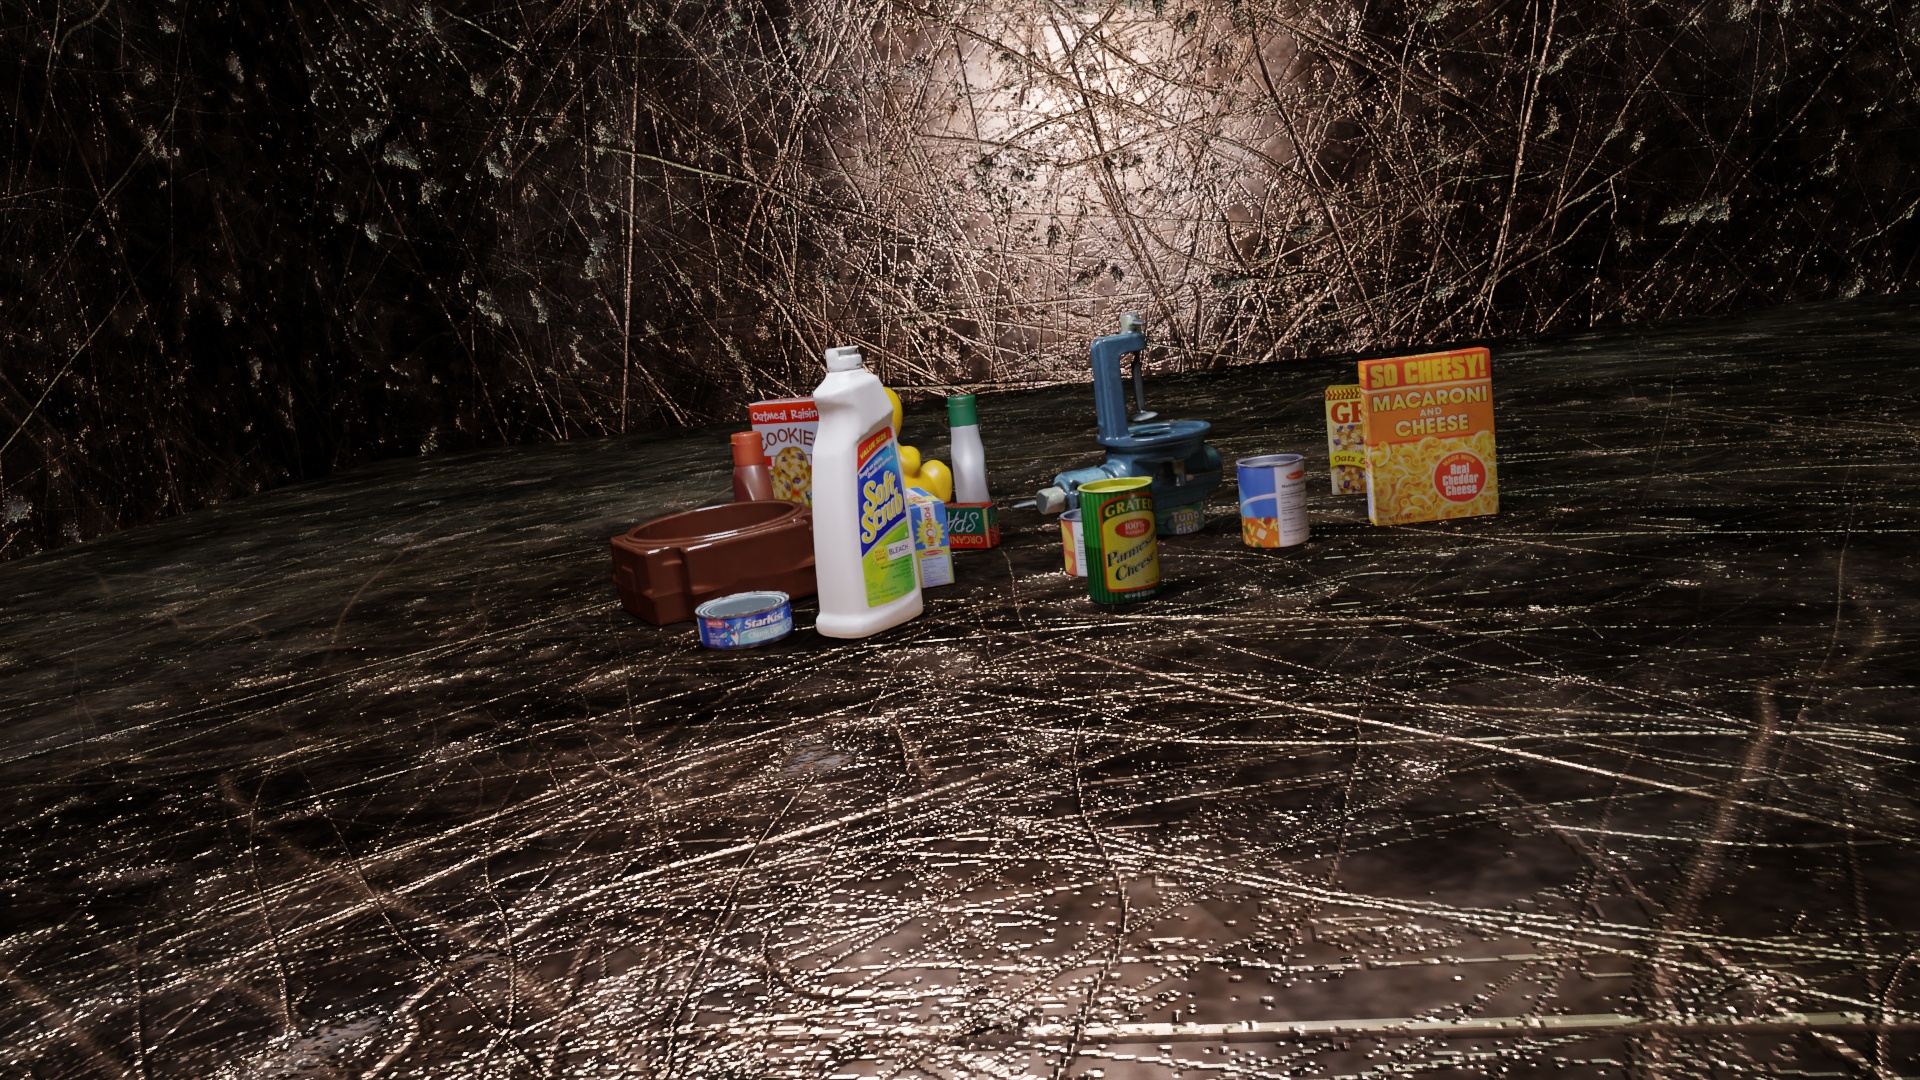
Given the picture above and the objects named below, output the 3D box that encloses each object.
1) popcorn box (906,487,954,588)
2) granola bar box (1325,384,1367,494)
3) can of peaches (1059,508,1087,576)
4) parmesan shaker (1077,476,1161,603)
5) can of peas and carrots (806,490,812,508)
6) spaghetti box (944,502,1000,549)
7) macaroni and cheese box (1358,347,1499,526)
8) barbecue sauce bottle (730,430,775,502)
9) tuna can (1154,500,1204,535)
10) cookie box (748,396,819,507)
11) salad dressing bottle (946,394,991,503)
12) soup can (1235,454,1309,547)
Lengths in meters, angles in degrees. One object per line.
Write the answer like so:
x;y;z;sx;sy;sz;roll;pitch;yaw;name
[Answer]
-0.042;-0.005;1.432;0.038;0.085;0.127;-9;11;-12;popcorn box
0.502;-0.119;1.567;0.165;0.124;0.039;-3;11;22;granola bar box
0.134;0.000;1.365;0.071;0.058;0.071;-7;11;1;can of peaches
0.146;-0.001;1.242;0.071;0.103;0.071;-7;10;1;parmesan shaker
-0.155;-0.035;1.732;0.071;0.058;0.071;-7;11;1;can of peas and carrots
-0.067;-0.016;1.602;0.250;0.050;0.029;0;13;33;spaghetti box
0.471;-0.105;1.402;0.124;0.166;0.040;-6;10;6;macaroni and cheese box
-0.246;-0.055;1.659;0.044;0.148;0.065;-14;12;-33;barbecue sauce bottle
0.233;-0.027;1.509;0.071;0.032;0.071;-7;11;1;tuna can
-0.214;-0.107;1.857;0.123;0.167;0.040;0;12;33;cookie box
0.010;-0.114;1.800;0.044;0.147;0.064;-9;10;-7;salad dressing bottle
0.311;-0.040;1.391;0.071;0.083;0.071;-7;10;1;soup can
